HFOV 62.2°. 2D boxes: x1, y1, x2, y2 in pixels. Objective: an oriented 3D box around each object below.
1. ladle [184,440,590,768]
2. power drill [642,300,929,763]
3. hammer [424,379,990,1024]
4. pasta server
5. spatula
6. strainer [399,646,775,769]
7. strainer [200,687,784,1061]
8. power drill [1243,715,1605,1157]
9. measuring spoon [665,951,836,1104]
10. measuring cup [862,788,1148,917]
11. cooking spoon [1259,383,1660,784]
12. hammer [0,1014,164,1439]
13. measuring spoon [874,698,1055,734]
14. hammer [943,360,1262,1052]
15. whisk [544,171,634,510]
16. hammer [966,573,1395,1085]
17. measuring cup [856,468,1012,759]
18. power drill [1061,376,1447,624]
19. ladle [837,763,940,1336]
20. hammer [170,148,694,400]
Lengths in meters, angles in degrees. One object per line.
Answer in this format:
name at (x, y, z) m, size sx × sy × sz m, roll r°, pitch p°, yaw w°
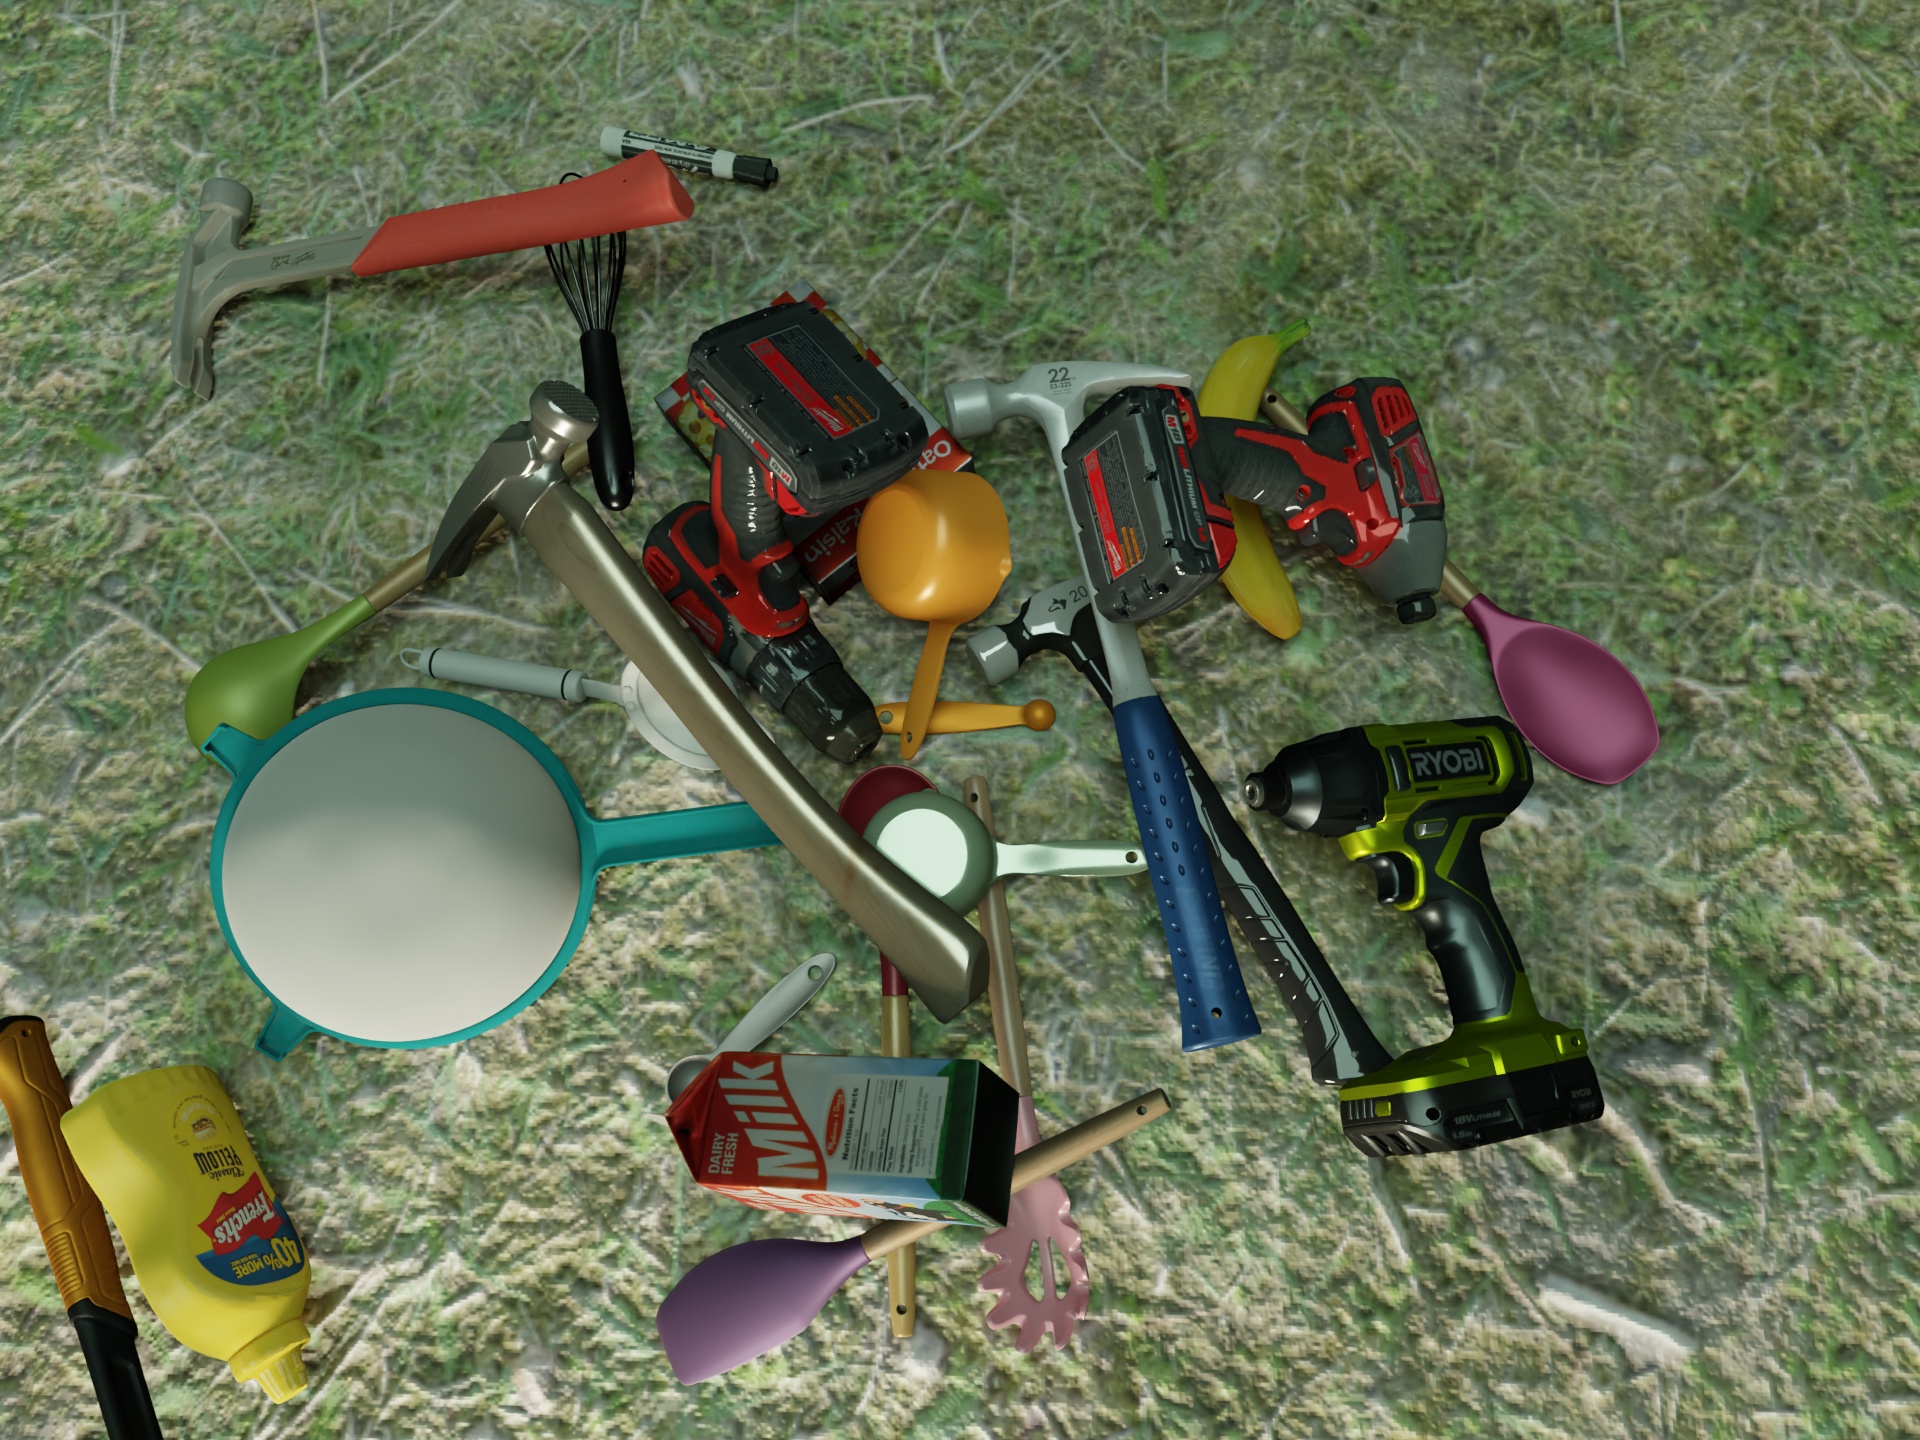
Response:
ladle at (-0.340, -0.083, 0.990) m, size 0.320 × 0.062 × 0.078 m, roll -39°, pitch 67°, yaw -12°
power drill at (-0.092, -0.093, 0.880) m, size 0.080 × 0.226 × 0.188 m, roll -31°, pitch 72°, yaw -34°
hammer at (-0.138, 0.007, 0.879) m, size 0.411 × 0.038 × 0.146 m, roll 48°, pitch 115°, yaw 10°
pasta server at (0.027, 0.183, 0.891) m, size 0.060 × 0.040 × 0.316 m, roll -12°, pitch 74°, yaw 15°
spatula at (-0.029, 0.272, 0.860) m, size 0.316 × 0.018 × 0.060 m, roll -28°, pitch 73°, yaw 9°
strainer at (-0.224, -0.022, 0.958) m, size 0.258 × 0.086 × 0.050 m, roll 9°, pitch 39°, yaw 13°
strainer at (-0.245, 0.083, 0.880) m, size 0.340 × 0.095 × 0.211 m, roll -7°, pitch 99°, yaw -9°
power drill at (0.244, 0.111, 0.848) m, size 0.171 × 0.080 × 0.223 m, roll -4°, pitch 75°, yaw -24°
measuring spoon at (-0.118, 0.180, 0.918) m, size 0.124 × 0.018 × 0.034 m, roll -42°, pitch 71°, yaw -13°
measuring cup at (0.025, 0.076, 0.882) m, size 0.167 × 0.038 × 0.083 m, roll -1°, pitch 80°, yaw 8°
cooking spoon at (0.285, -0.089, 0.946) m, size 0.069 × 0.017 × 0.319 m, roll -43°, pitch 77°, yaw 6°
hammer at (-0.474, 0.310, 0.881) m, size 0.034 × 0.127 × 0.337 m, roll -44°, pitch 65°, yaw 23°
measuring spoon at (-0.002, -0.003, 0.951) m, size 0.117 × 0.011 × 0.021 m, roll -1°, pitch 76°, yaw 4°
hammer at (0.101, -0.022, 0.890) m, size 0.144 × 0.035 × 0.406 m, roll -12°, pitch 73°, yaw -3°
whisk at (-0.230, -0.241, 1.003) m, size 0.055 × 0.055 × 0.239 m, roll -11°, pitch 72°, yaw 2°
hammer at (0.148, 0.058, 0.909) m, size 0.146 × 0.035 × 0.335 m, roll -29°, pitch 78°, yaw -8°
measuring cup at (-0.029, -0.060, 0.914) m, size 0.095 × 0.052 × 0.173 m, roll 26°, pitch 107°, yaw 46°
power drill at (0.175, -0.116, 0.877) m, size 0.219 × 0.078 × 0.143 m, roll -7°, pitch 77°, yaw -29°
ladle at (-0.035, 0.183, 0.902) m, size 0.069 × 0.031 × 0.315 m, roll -3°, pitch 78°, yaw 7°
hammer at (-0.338, -0.296, 1.002) m, size 0.359 × 0.036 × 0.149 m, roll -4°, pitch 75°, yaw 17°
